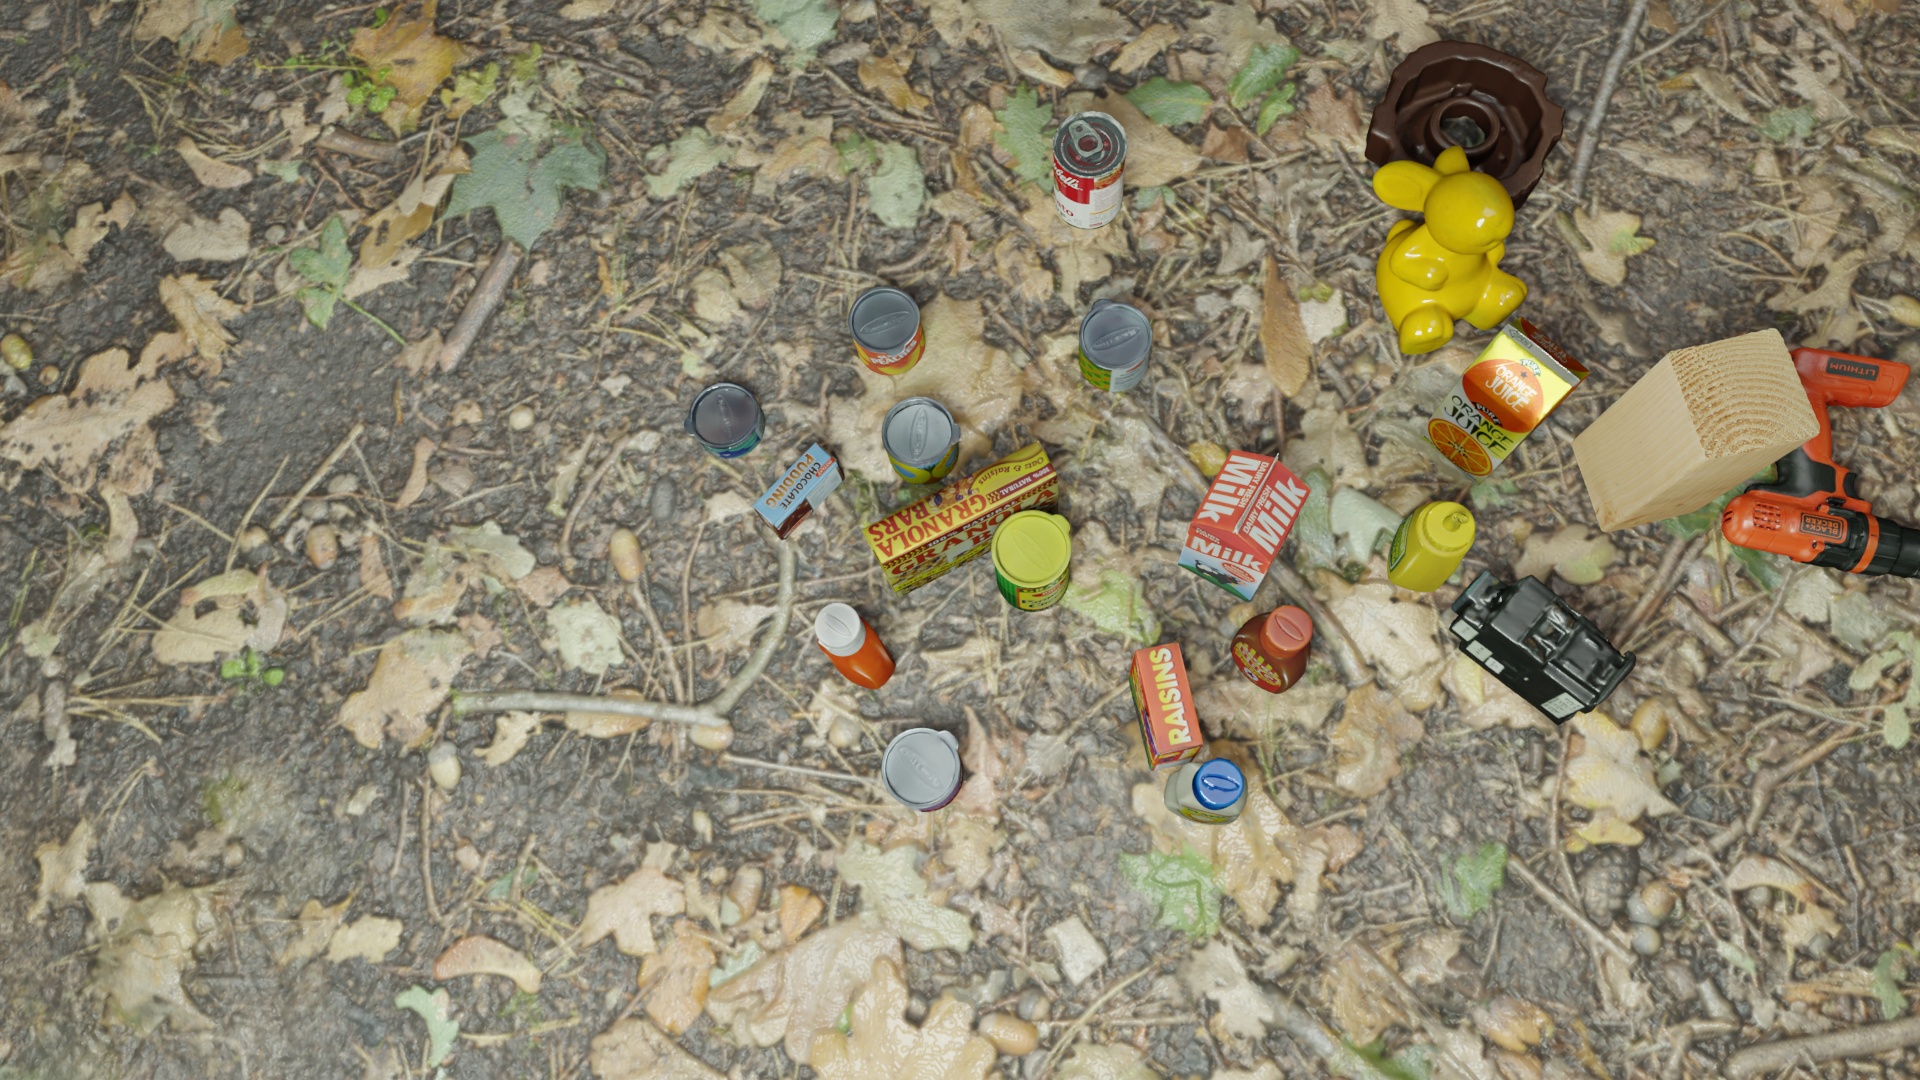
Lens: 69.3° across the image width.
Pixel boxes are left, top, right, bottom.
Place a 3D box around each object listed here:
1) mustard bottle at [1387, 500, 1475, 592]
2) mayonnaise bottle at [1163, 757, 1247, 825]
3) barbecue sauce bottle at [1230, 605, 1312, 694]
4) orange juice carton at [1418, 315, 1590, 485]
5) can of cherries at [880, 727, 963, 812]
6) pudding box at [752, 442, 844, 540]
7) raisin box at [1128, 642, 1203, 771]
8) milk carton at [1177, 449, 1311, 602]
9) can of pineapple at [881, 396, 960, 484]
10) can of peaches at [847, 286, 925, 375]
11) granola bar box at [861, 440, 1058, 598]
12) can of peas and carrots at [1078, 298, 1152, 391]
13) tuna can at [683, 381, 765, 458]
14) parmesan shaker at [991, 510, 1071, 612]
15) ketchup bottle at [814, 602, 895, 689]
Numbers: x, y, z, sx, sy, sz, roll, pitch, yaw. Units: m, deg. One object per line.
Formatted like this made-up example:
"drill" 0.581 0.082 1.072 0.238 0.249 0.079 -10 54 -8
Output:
"mustard bottle" 0.393 -0.002 1.149 0.049 0.160 0.065 14 76 8
"mayonnaise bottle" 0.199 0.201 1.111 0.065 0.147 0.041 12 76 7
"barbecue sauce bottle" 0.259 0.086 1.139 0.044 0.148 0.065 -43 76 -8
"orange juice carton" 0.457 -0.120 1.162 0.073 0.192 0.072 -44 76 -8
"can of cherries" -0.029 0.194 1.175 0.071 0.058 0.071 -1 74 4
"pudding box" -0.145 -0.044 1.256 0.030 0.049 0.084 41 81 13
"raisin box" 0.167 0.138 1.144 0.040 0.123 0.086 -11 74 1
"milk carton" 0.234 -0.014 1.148 0.073 0.190 0.072 29 79 11
"can of pineapple" -0.034 -0.089 1.257 0.071 0.057 0.071 -1 74 4
"can of peaches" -0.067 -0.191 1.288 0.071 0.058 0.071 -1 74 4
"granola bar box" 0.004 -0.015 1.199 0.166 0.124 0.039 -27 74 -4
"can of peas and carrots" 0.140 -0.178 1.270 0.071 0.058 0.071 -1 74 4
"tuna can" -0.218 -0.110 1.289 0.071 0.032 0.071 -1 74 4
"parmesan shaker" 0.064 0.018 1.196 0.071 0.103 0.071 -1 74 4
"ketchup bottle" -0.092 0.087 1.163 0.065 0.148 0.043 36 80 12
